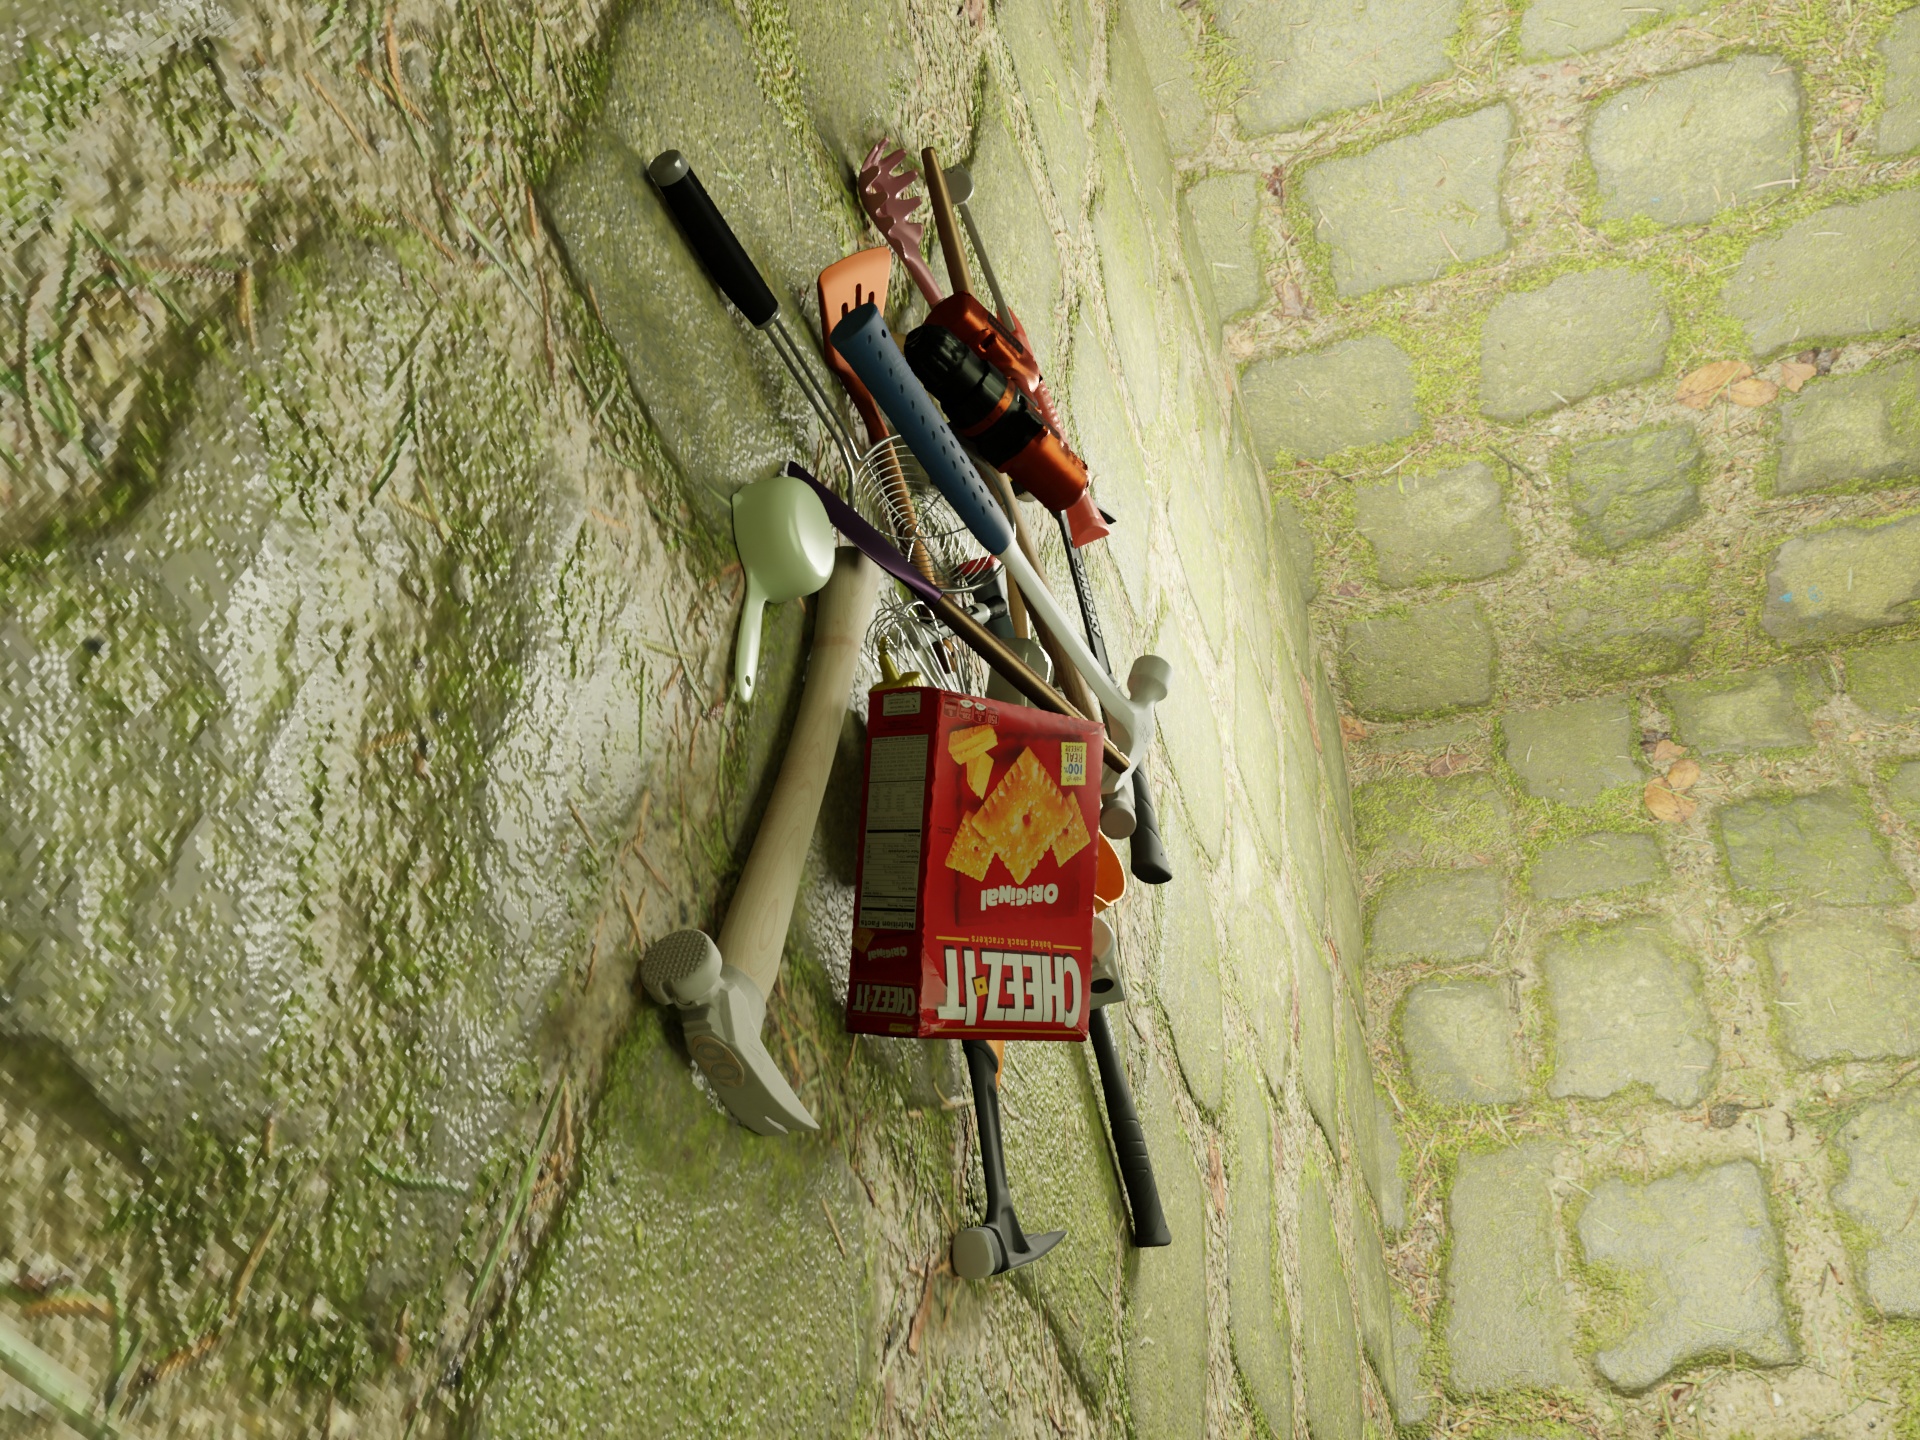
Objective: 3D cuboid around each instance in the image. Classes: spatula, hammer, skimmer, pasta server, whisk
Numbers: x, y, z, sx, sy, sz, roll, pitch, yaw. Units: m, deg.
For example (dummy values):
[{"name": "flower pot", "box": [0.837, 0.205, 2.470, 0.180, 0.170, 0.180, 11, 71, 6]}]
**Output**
[{"name": "spatula", "box": [0.002, -0.064, 1.072, 0.315, 0.018, 0.060, 41, 17, -18]}, {"name": "hammer", "box": [0.056, -0.330, 1.456, 0.149, 0.036, 0.359, -92, 160, -74]}, {"name": "hammer", "box": [-0.090, 0.041, 0.938, 0.411, 0.038, 0.146, -80, 153, -48]}, {"name": "hammer", "box": [0.137, 0.318, 1.417, 0.146, 0.035, 0.334, -40, 117, -67]}, {"name": "skimmer", "box": [-0.074, -0.223, 1.042, 0.362, 0.090, 0.127, 55, 47, -45]}, {"name": "pasta server", "box": [0.000, -0.327, 1.319, 0.316, 0.040, 0.060, 59, 37, -19]}, {"name": "hammer", "box": [0.015, 0.212, 1.127, 0.127, 0.034, 0.337, 19, 61, -63]}, {"name": "spatula", "box": [0.023, -0.332, 1.361, 0.082, 0.044, 0.317, -103, 177, -65]}, {"name": "hammer", "box": [0.137, -0.044, 1.500, 0.149, 0.036, 0.409, 10, 62, -52]}, {"name": "spatula", "box": [-0.045, -0.183, 1.181, 0.081, 0.041, 0.322, -37, 118, -43]}, {"name": "hammer", "box": [0.079, -0.068, 1.321, 0.130, 0.031, 0.331, -81, 150, -65]}, {"name": "whisk", "box": [-0.002, -0.003, 1.189, 0.284, 0.070, 0.070, 60, 26, -52]}, {"name": "hammer", "box": [0.033, -0.112, 1.109, 0.405, 0.035, 0.144, 52, 46, -33]}, {"name": "hammer", "box": [0.062, 0.036, 1.256, 0.143, 0.038, 0.387, 70, 5, -61]}]

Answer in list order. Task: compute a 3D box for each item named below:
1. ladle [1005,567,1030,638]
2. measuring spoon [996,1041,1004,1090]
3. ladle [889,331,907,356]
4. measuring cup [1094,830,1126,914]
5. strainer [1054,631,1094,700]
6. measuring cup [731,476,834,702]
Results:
[{"name": "ladle", "box": [0.066, -0.070, 1.409, 0.078, 0.062, 0.320, 45, 35, -56]}, {"name": "measuring spoon", "box": [0.024, 0.231, 1.191, 0.021, 0.011, 0.117, 46, 40, -42]}, {"name": "ladle", "box": [-0.033, -0.306, 1.310, 0.315, 0.031, 0.069, -25, 100, -68]}, {"name": "measuring cup", "box": [0.062, 0.119, 1.307, 0.173, 0.052, 0.095, 14, 45, -44]}, {"name": "strainer", "box": [0.098, -0.025, 1.500, 0.086, 0.050, 0.259, 55, 30, -17]}, {"name": "measuring cup", "box": [-0.107, -0.078, 0.949, 0.083, 0.038, 0.168, 58, 25, -44]}]
